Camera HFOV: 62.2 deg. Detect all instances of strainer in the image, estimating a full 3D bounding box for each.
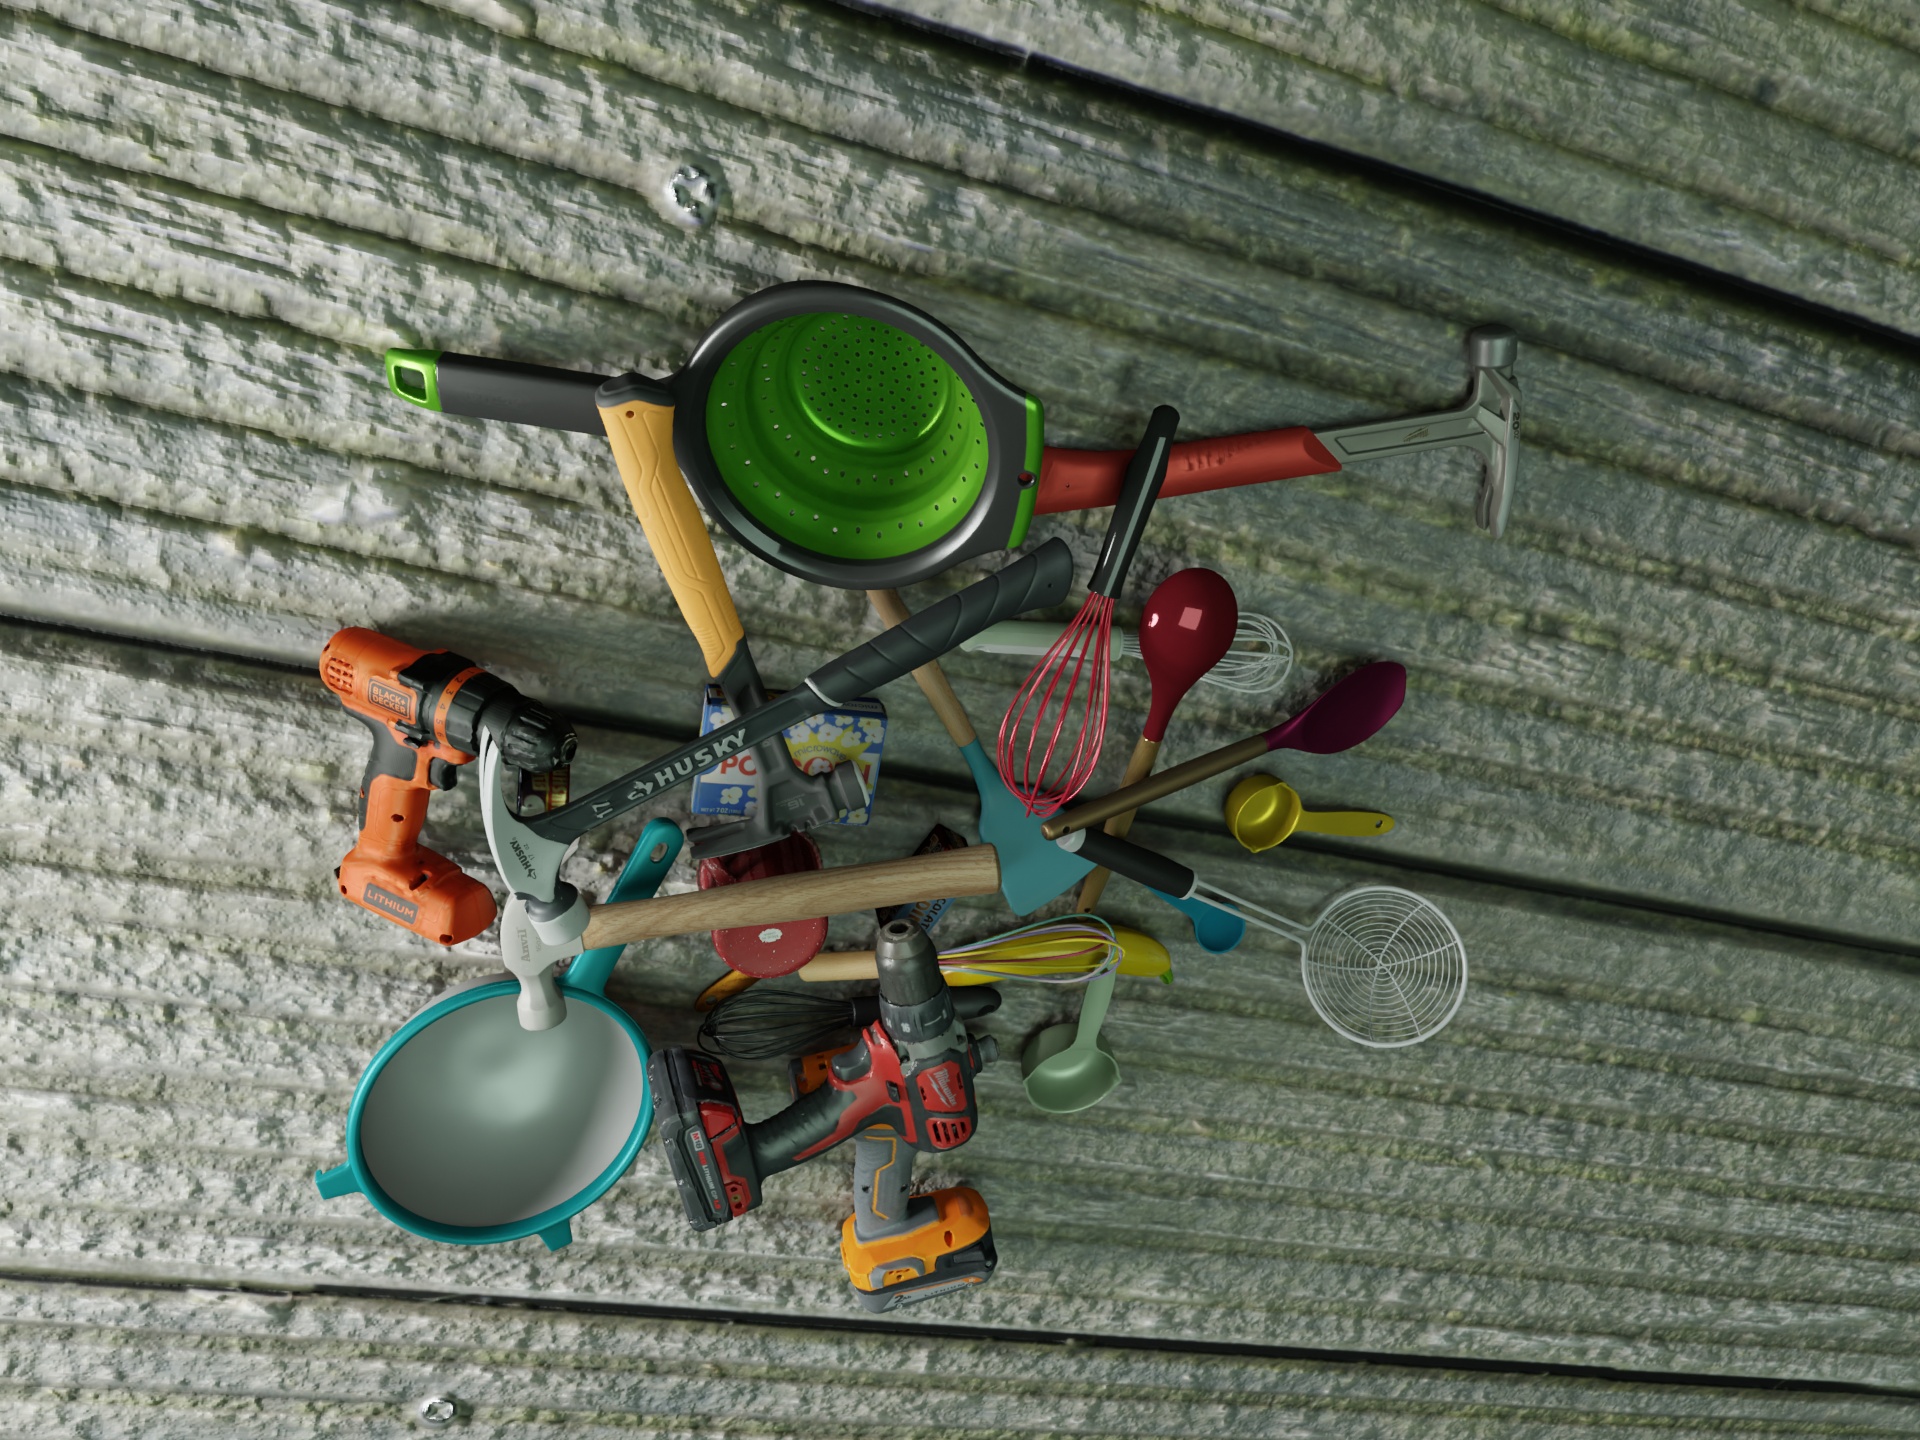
[{"bbox_3d":[-0.298,0.204,1.129,0.210,0.095,0.340,27,96,-33],"label":"strainer"}]

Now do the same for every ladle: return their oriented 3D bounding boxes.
[{"bbox_3d":[0.129,0.030,1.142,0.069,0.031,0.315,7,127,-12],"label":"ladle"}]

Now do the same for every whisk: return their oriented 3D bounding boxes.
[{"bbox_3d":[0.000,0.174,1.178,0.245,0.047,0.051,-4,87,7],"label":"whisk"},{"bbox_3d":[0.118,-0.053,1.122,0.246,0.058,0.059,3,80,-10],"label":"whisk"},{"bbox_3d":[0.089,-0.068,1.062,0.073,0.073,0.295,12,109,-18],"label":"whisk"},{"bbox_3d":[-0.081,0.225,1.208,0.239,0.055,0.055,-2,116,-18],"label":"whisk"}]

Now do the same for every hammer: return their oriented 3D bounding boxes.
[{"bbox_3d":[-0.161,-0.057,0.994,0.127,0.034,0.336,-19,125,-4],"label":"hammer"},{"bbox_3d":[-0.105,-0.014,0.992,0.409,0.036,0.149,-29,128,-14],"label":"hammer"},{"bbox_3d":[-0.136,0.119,1.059,0.331,0.031,0.130,-8,111,-9],"label":"hammer"},{"bbox_3d":[0.213,-0.173,1.090,0.359,0.037,0.149,-10,117,-9],"label":"hammer"}]

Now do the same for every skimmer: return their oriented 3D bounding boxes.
[{"bbox_3d":[0.233,0.149,1.200,0.363,0.090,0.127,24,87,-30],"label":"skimmer"}]

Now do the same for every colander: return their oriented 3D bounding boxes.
[{"bbox_3d":[-0.144,-0.200,0.971,0.397,0.095,0.204,9,131,2],"label":"colander"}]

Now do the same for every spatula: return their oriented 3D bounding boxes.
[{"bbox_3d":[-0.002,-0.004,1.118,0.082,0.044,0.317,-34,117,-8],"label":"spatula"}]

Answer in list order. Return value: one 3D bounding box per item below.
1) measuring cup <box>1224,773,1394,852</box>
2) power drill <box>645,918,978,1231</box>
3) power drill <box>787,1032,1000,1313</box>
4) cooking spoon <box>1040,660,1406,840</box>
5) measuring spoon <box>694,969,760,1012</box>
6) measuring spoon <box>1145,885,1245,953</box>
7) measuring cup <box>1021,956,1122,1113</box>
[{"bbox_3d":[0.271,0.072,1.234,0.156,0.029,0.062,6,114,-28],"label":"measuring cup"},{"bbox_3d":[-0.102,0.247,1.124,0.226,0.080,0.187,-16,118,-12],"label":"power drill"},{"bbox_3d":[-0.035,0.346,1.261,0.164,0.084,0.226,-14,114,-7],"label":"power drill"},{"bbox_3d":[0.197,0.025,1.152,0.319,0.017,0.068,-21,126,-21],"label":"cooking spoon"},{"bbox_3d":[-0.151,0.187,1.193,0.117,0.011,0.021,-34,118,5],"label":"measuring spoon"},{"bbox_3d":[0.170,0.136,1.244,0.128,0.021,0.042,38,91,-17],"label":"measuring spoon"},{"bbox_3d":[0.093,0.238,1.247,0.083,0.038,0.167,2,124,-14],"label":"measuring cup"}]
